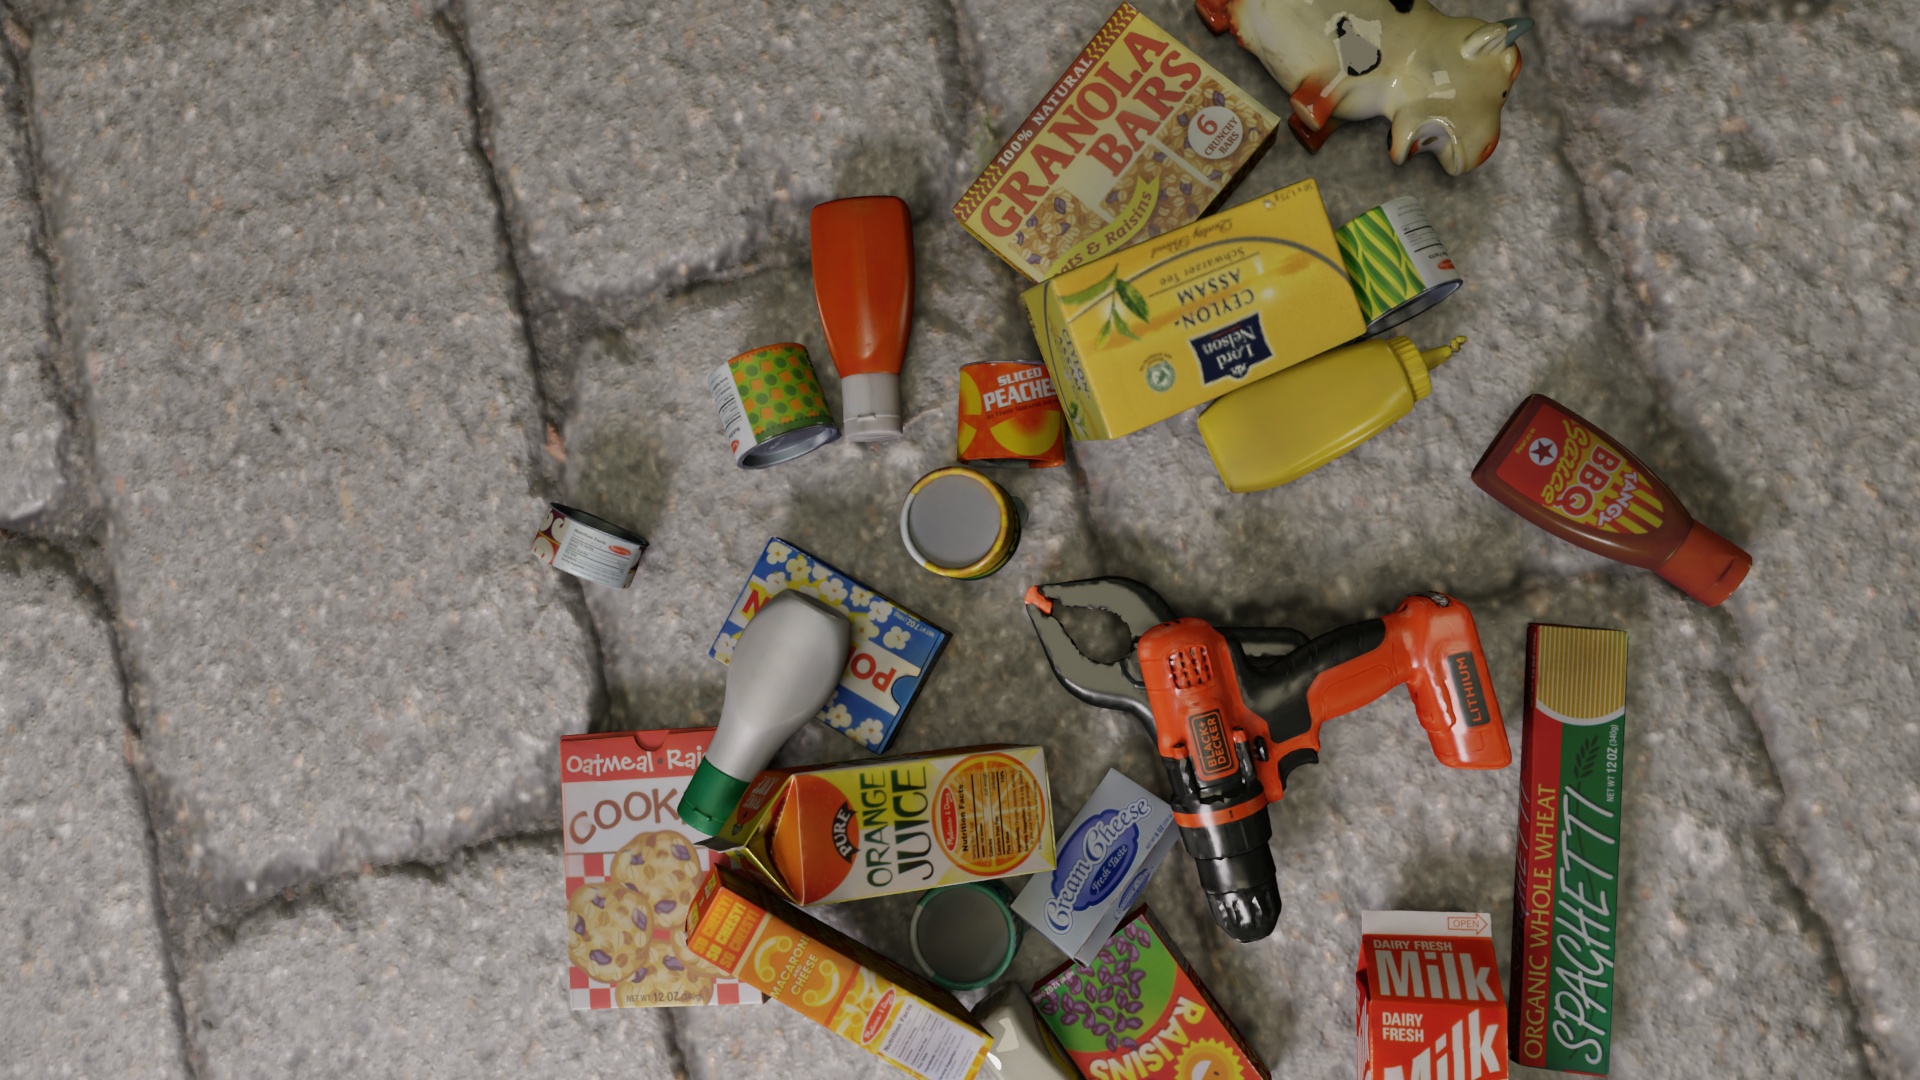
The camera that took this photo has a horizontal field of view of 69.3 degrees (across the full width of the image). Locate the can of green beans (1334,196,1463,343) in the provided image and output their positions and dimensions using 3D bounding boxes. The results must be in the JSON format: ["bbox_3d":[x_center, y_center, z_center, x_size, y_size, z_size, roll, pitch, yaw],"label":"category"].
[{"bbox_3d":[0.248,-0.158,0.808,0.071,0.071,0.058,-27,81,6],"label":"can of green beans"}]

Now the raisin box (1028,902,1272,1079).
[{"bbox_3d":[0.110,0.289,0.808,0.086,0.040,0.123,-38,79,4],"label":"raisin box"}]

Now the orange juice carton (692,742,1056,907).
[{"bbox_3d":[-0.049,0.160,0.785,0.193,0.071,0.073,-3,84,-22],"label":"orange juice carton"}]

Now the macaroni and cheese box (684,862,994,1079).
[{"bbox_3d":[-0.073,0.243,0.775,0.166,0.123,0.040,31,78,-6],"label":"macaroni and cheese box"}]

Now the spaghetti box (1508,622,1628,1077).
[{"bbox_3d":[0.343,0.172,0.784,0.050,0.028,0.250,4,86,10],"label":"spaghetti box"}]

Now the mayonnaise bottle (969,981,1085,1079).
[{"bbox_3d":[0.060,0.329,0.803,0.041,0.065,0.148,-37,85,1],"label":"mayonnaise bottle"}]

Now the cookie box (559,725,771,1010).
[{"bbox_3d":[-0.181,0.200,0.861,0.123,0.040,0.167,-5,84,9],"label":"cookie box"}]

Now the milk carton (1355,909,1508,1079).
[{"bbox_3d":[0.258,0.301,0.765,0.072,0.073,0.190,-1,85,9],"label":"milk carton"}]

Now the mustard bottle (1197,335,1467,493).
[{"bbox_3d":[0.222,-0.082,0.815,0.160,0.049,0.065,-23,85,6],"label":"mustard bottle"}]

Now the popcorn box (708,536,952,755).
[{"bbox_3d":[-0.080,0.064,0.858,0.127,0.038,0.085,29,89,11],"label":"popcorn box"}]

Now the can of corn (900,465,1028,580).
[{"bbox_3d":[0.003,-0.011,0.840,0.071,0.058,0.071,-1,86,9],"label":"can of corn"}]

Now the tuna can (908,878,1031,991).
[{"bbox_3d":[0.006,0.233,0.832,0.071,0.033,0.071,-1,86,10],"label":"tuna can"}]

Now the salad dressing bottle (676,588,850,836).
[{"bbox_3d":[-0.118,0.102,0.818,0.064,0.044,0.147,28,91,5],"label":"salad dressing bottle"}]

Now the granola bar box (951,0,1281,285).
[{"bbox_3d":[0.095,-0.224,0.853,0.124,0.039,0.165,41,93,9],"label":"granola bar box"}]

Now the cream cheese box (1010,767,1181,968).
[{"bbox_3d":[0.081,0.189,0.809,0.053,0.024,0.104,29,76,37],"label":"cream cheese box"}]

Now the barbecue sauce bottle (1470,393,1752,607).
[{"bbox_3d":[0.371,-0.019,0.788,0.148,0.043,0.065,35,90,10],"label":"barbecue sauce bottle"}]

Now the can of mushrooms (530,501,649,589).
[{"bbox_3d":[-0.234,0.003,0.876,0.071,0.071,0.033,24,91,10],"label":"can of mushrooms"}]

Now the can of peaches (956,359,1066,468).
[{"bbox_3d":[0.031,-0.075,0.835,0.071,0.071,0.058,2,87,9],"label":"can of peaches"}]

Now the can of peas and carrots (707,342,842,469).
[{"bbox_3d":[-0.115,-0.084,0.863,0.071,0.071,0.059,-22,82,7],"label":"can of peas and carrots"}]

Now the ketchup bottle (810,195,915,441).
[{"bbox_3d":[-0.059,-0.138,0.868,0.065,0.043,0.149,-4,85,10],"label":"ketchup bottle"}]
